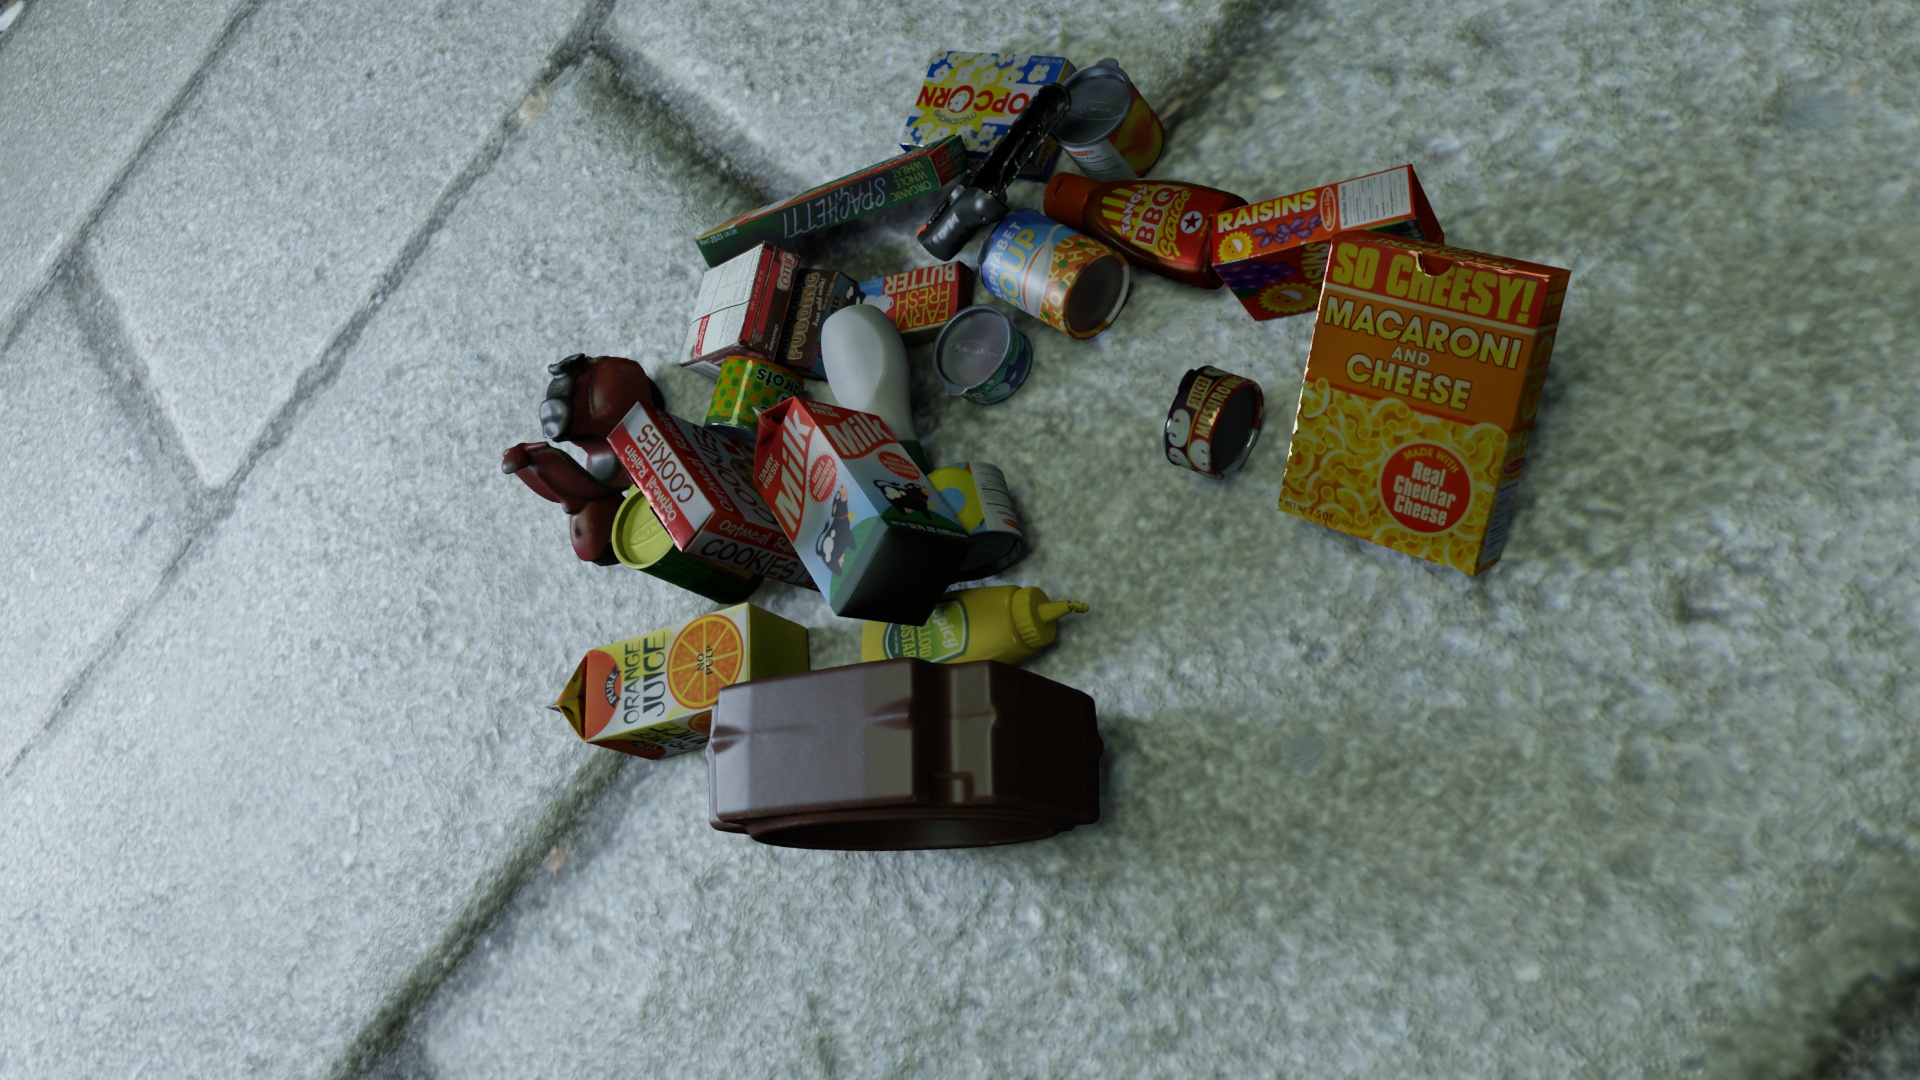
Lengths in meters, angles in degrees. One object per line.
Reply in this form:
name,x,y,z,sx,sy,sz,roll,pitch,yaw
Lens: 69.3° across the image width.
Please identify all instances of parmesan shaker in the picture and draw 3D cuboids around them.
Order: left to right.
parmesan shaker,-0.199,0.001,1.033,0.071,0.103,0.071,-11,68,28

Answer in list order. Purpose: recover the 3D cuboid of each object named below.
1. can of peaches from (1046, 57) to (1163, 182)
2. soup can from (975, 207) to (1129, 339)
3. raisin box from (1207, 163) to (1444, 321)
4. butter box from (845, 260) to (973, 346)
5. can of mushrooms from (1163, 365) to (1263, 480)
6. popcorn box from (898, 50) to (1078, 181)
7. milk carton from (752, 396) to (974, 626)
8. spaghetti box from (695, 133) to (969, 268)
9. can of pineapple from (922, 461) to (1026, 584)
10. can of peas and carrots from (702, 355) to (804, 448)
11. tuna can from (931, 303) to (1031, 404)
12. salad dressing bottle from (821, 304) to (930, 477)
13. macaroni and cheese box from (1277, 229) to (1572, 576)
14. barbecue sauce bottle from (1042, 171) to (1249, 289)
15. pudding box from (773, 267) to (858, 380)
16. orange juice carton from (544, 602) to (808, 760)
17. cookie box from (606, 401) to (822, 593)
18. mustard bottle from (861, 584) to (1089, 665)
can of peaches,0.104,-0.295,0.984,0.071,0.058,0.071,-12,66,28
soup can,0.063,-0.184,0.960,0.084,0.071,0.071,36,93,36
raisin box,0.225,-0.179,0.849,0.123,0.086,0.040,-9,70,29
butter box,-0.040,-0.175,1.049,0.103,0.024,0.053,-7,70,30
can of mushrooms,0.157,-0.074,0.861,0.033,0.071,0.071,26,87,34
popcorn box,0.023,-0.324,1.057,0.127,0.038,0.085,17,82,35
milk carton,-0.076,-0.032,0.925,0.073,0.072,0.191,-59,43,23
spaghetti box,-0.104,-0.263,1.087,0.249,0.028,0.050,-9,26,36
can of pineapple,0.003,-0.012,0.935,0.071,0.071,0.058,-27,60,21
can of peas and carrots,-0.157,-0.104,1.069,0.071,0.071,0.059,6,75,33
tuna can,0.015,-0.130,0.993,0.071,0.033,0.071,-11,67,28
salad dressing bottle,-0.058,-0.097,1.005,0.064,0.044,0.148,-30,71,34
macaroni and cheese box,0.254,-0.079,0.774,0.124,0.040,0.165,22,115,35
barbecue sauce bottle,0.124,-0.220,0.953,0.149,0.043,0.065,26,89,36
pudding box,-0.117,-0.171,1.091,0.049,0.030,0.084,13,79,36
orange juice carton,-0.209,0.110,1.018,0.192,0.071,0.073,-17,64,25
cookie box,-0.151,-0.025,0.972,0.040,0.167,0.123,-51,54,14
mustard bottle,0.010,0.060,0.914,0.160,0.049,0.065,-19,65,25
